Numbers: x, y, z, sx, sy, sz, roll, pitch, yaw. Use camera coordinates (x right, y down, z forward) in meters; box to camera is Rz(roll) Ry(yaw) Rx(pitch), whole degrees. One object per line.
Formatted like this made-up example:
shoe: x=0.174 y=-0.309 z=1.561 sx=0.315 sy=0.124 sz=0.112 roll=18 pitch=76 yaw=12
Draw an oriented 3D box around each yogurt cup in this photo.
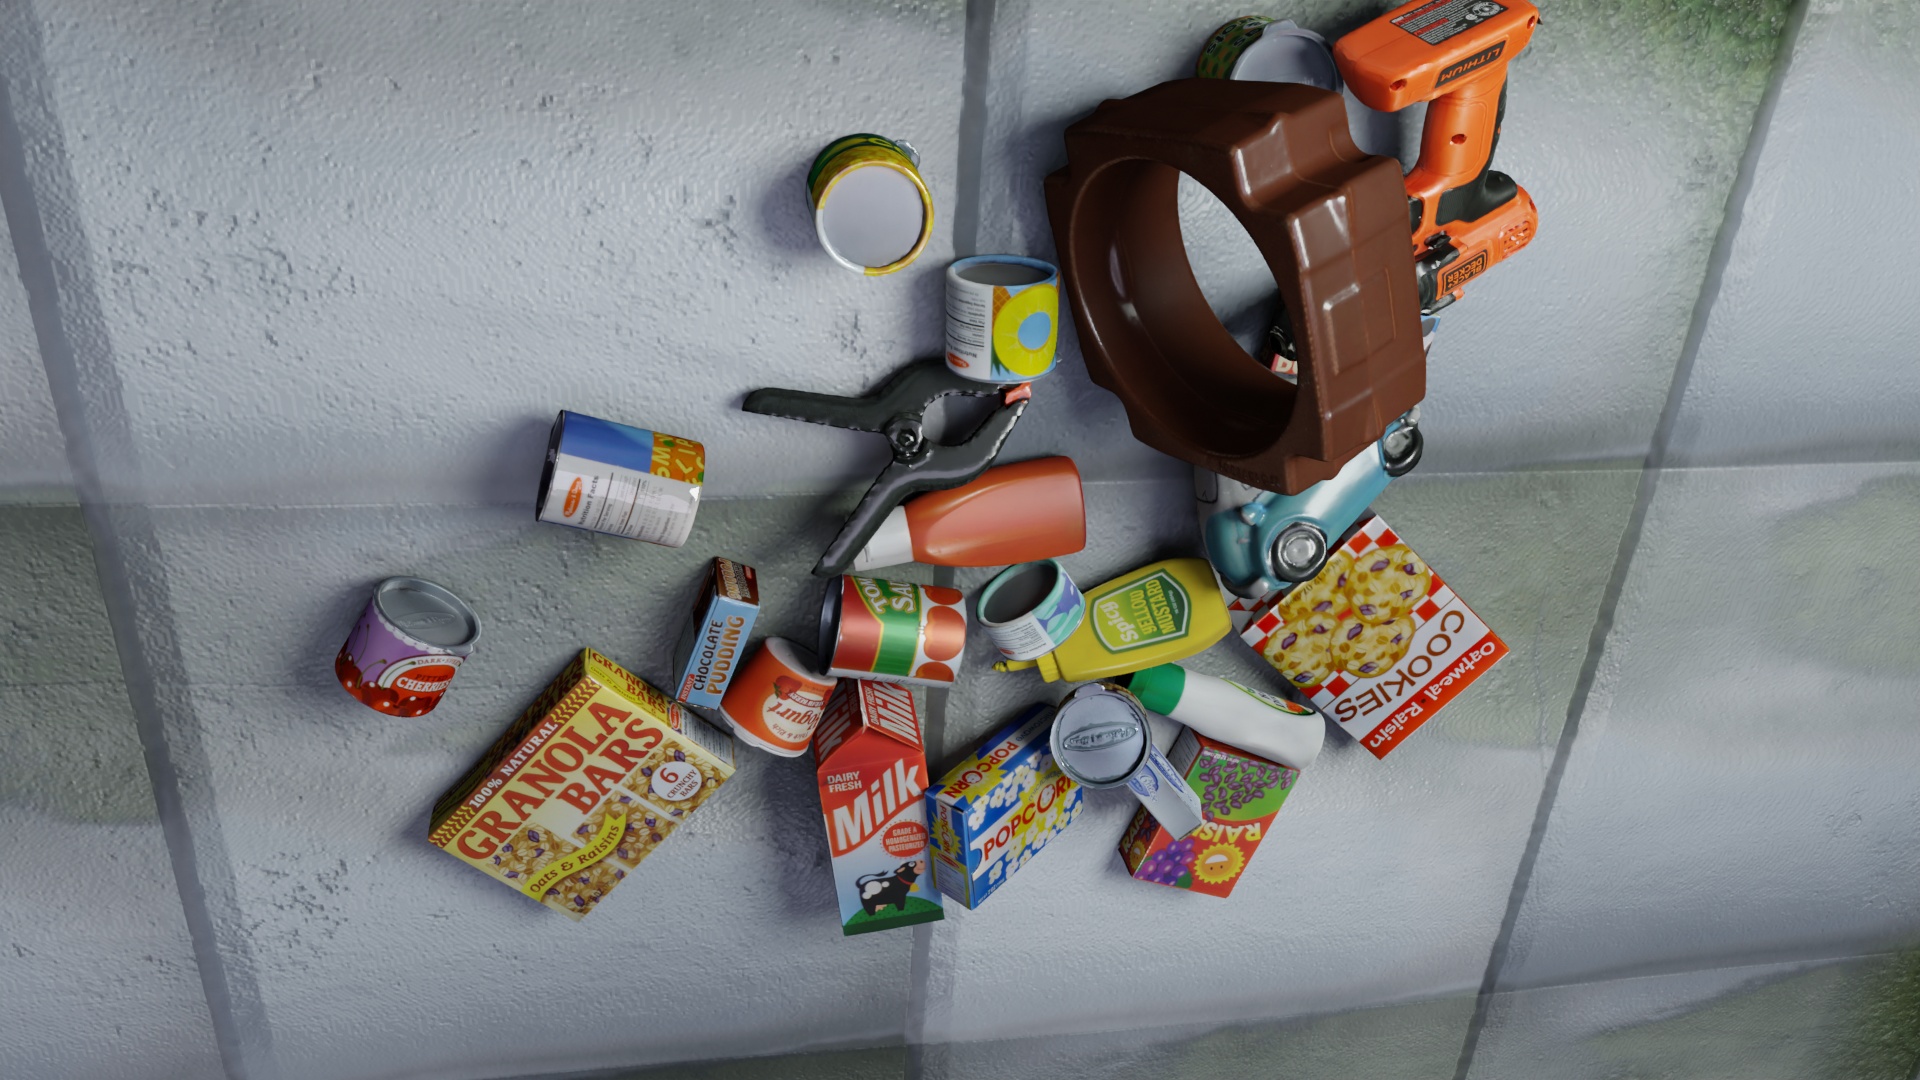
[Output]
yogurt cup: x=-0.117 y=0.099 z=0.902 sx=0.072 sy=0.072 sz=0.054 roll=28 pitch=101 yaw=-23

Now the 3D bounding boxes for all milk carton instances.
milk carton: x=-0.059 y=0.171 z=0.946 sx=0.073 sy=0.072 sz=0.189 roll=-9 pitch=119 yaw=-6

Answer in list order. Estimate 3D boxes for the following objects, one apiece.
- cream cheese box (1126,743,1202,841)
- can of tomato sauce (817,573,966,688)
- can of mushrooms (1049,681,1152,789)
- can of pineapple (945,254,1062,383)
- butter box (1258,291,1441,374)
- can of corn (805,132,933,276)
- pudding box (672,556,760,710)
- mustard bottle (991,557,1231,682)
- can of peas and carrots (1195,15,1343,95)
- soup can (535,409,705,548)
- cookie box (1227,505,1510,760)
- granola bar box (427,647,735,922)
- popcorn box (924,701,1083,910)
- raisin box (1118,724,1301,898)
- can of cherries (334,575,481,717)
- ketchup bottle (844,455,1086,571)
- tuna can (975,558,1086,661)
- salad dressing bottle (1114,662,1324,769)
cream cheese box: x=0.125 y=0.155 z=0.962 sx=0.024 sy=0.053 sz=0.104 roll=-40 pitch=91 yaw=10
can of tomato sauce: x=-0.044 y=0.057 z=0.892 sx=0.083 sy=0.071 sz=0.071 roll=8 pitch=116 yaw=-16
can of mushrooms: x=0.092 y=0.126 z=0.917 sx=0.071 sy=0.033 sz=0.071 roll=1 pitch=95 yaw=6
can of pineapple: x=0.025 y=-0.130 z=0.807 sx=0.071 sy=0.071 sz=0.057 roll=-4 pitch=118 yaw=-9
butter box: x=0.244 y=-0.128 z=0.874 sx=0.103 sy=0.024 sz=0.053 roll=5 pitch=116 yaw=-14
can of corn: x=-0.048 y=-0.187 z=0.766 sx=0.071 sy=0.058 sz=0.070 roll=-5 pitch=119 yaw=-8
pudding box: x=-0.156 y=0.059 z=0.881 sx=0.030 sy=0.050 sz=0.083 roll=17 pitch=113 yaw=-20
mustard bottle: x=0.097 y=0.062 z=0.923 sx=0.160 sy=0.065 sz=0.048 roll=-20 pitch=162 yaw=4
can of peas and carrots: x=0.169 y=-0.257 z=0.772 sx=0.071 sy=0.059 sz=0.070 roll=-5 pitch=118 yaw=-9
soup can: x=-0.199 y=-0.037 z=0.812 sx=0.084 sy=0.071 sz=0.071 roll=13 pitch=115 yaw=-22
cookie box: x=0.286 y=0.064 z=0.975 sx=0.167 sy=0.040 sz=0.122 roll=40 pitch=104 yaw=-25
granola bar box: x=-0.250 y=0.164 z=0.924 sx=0.165 sy=0.039 sz=0.124 roll=-44 pitch=117 yaw=13
popcorn box: x=0.032 y=0.179 z=0.948 sx=0.127 sy=0.038 sz=0.084 roll=-32 pitch=129 yaw=-40
raisin box: x=0.183 y=0.200 z=1.027 sx=0.086 sy=0.040 sz=0.123 roll=16 pitch=112 yaw=-19
can of cherries: x=-0.332 y=0.066 z=0.838 sx=0.071 sy=0.072 sz=0.058 roll=29 pitch=109 yaw=-23
ketchup bottle: x=0.003 y=-0.011 z=0.878 sx=0.149 sy=0.044 sz=0.064 roll=-10 pitch=118 yaw=-5
tuna can: x=0.046 y=0.042 z=0.904 sx=0.071 sy=0.071 sz=0.032 roll=-32 pitch=118 yaw=7
salad dressing bottle: x=0.181 y=0.117 z=0.973 sx=0.148 sy=0.064 sz=0.044 roll=21 pitch=91 yaw=-12
